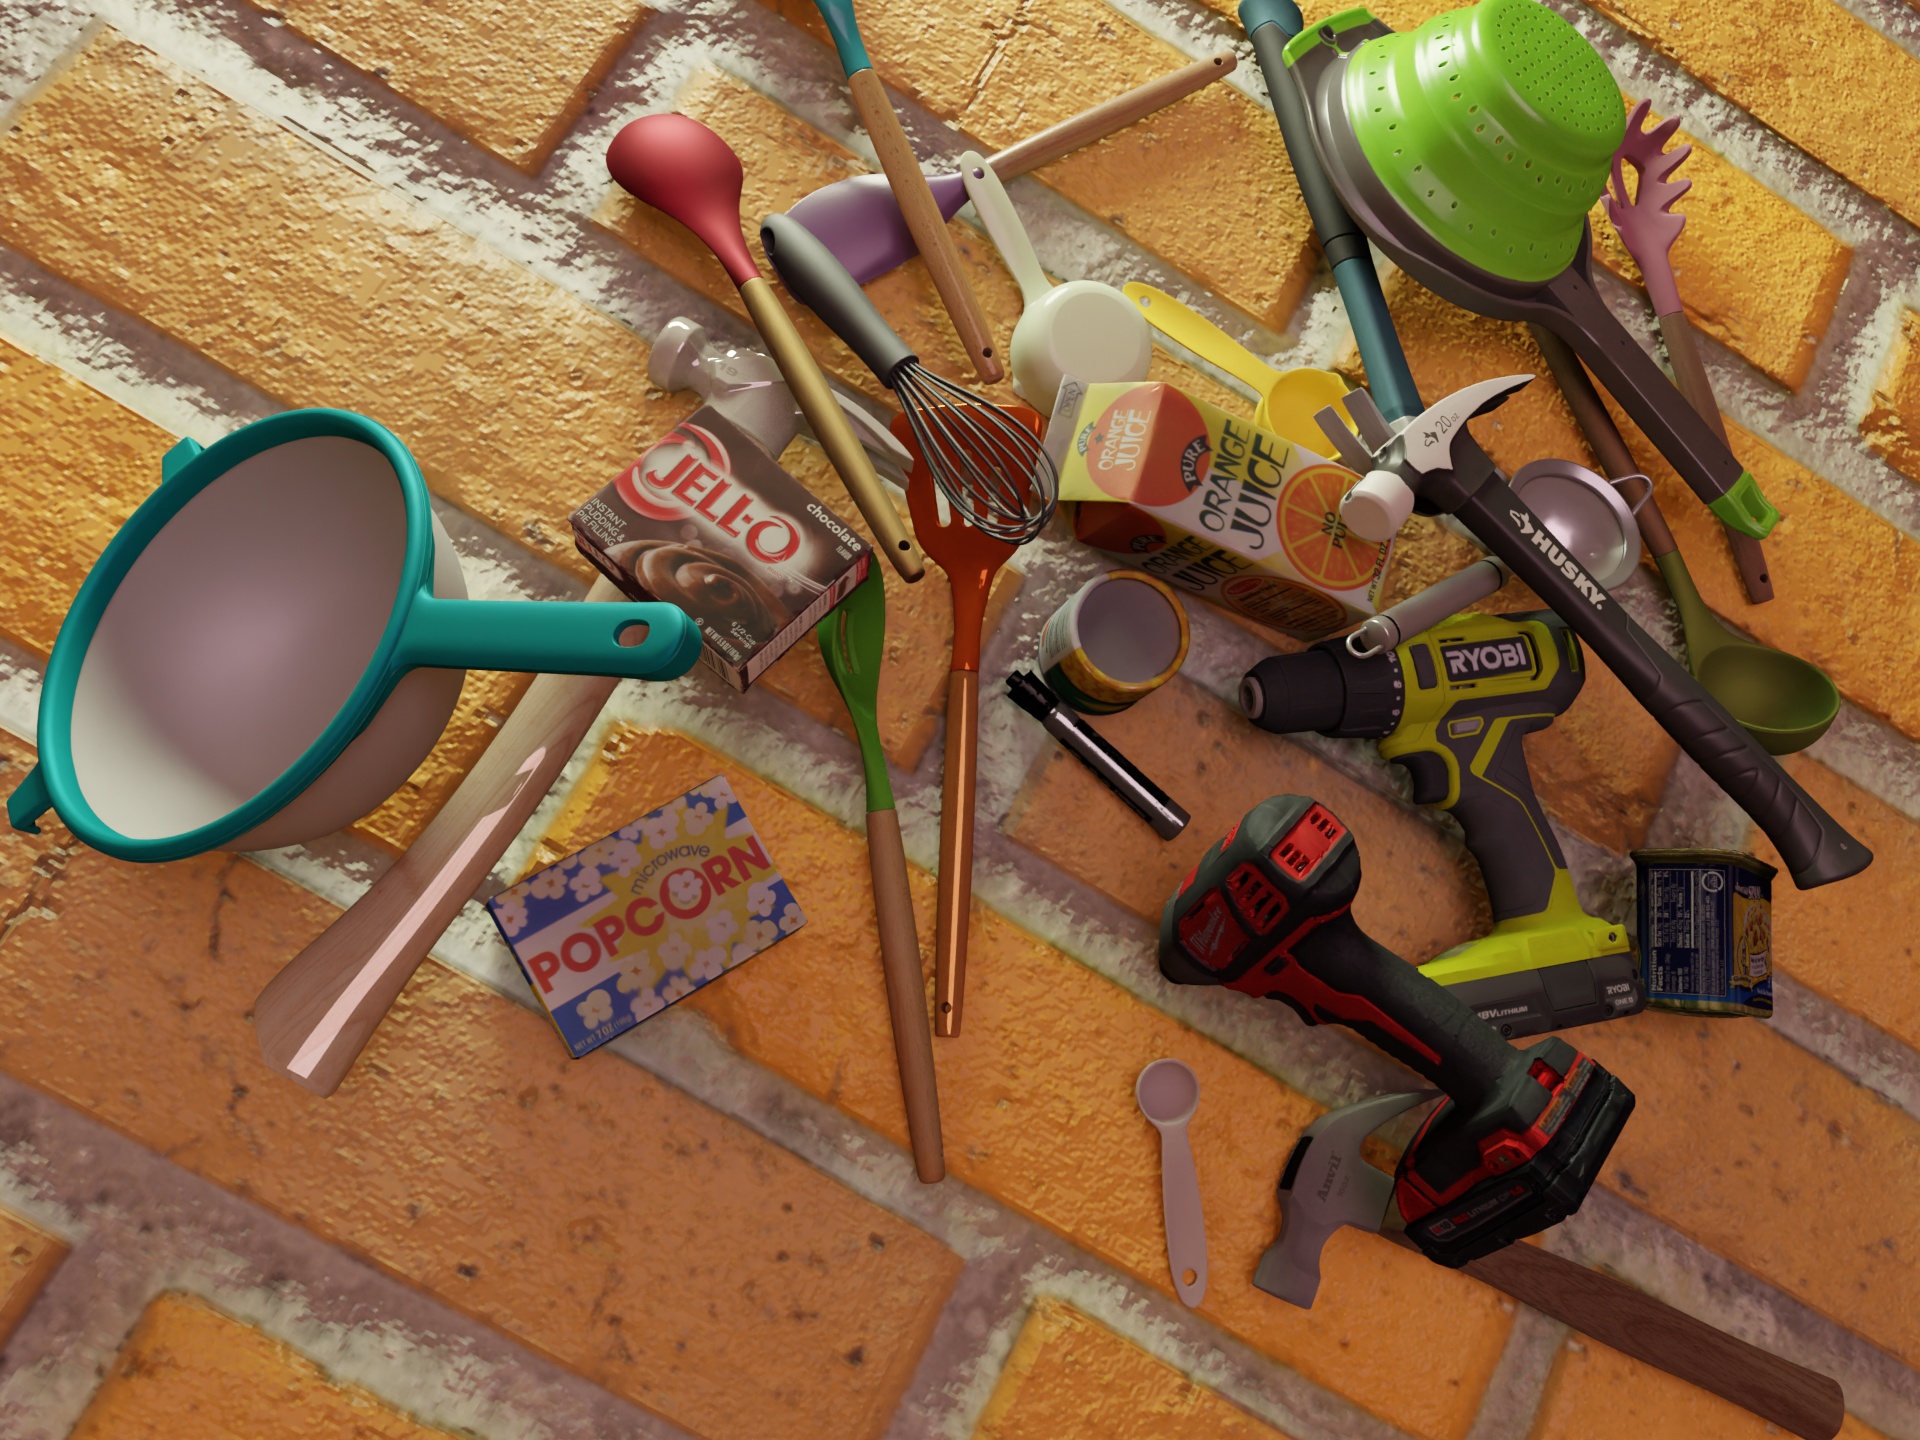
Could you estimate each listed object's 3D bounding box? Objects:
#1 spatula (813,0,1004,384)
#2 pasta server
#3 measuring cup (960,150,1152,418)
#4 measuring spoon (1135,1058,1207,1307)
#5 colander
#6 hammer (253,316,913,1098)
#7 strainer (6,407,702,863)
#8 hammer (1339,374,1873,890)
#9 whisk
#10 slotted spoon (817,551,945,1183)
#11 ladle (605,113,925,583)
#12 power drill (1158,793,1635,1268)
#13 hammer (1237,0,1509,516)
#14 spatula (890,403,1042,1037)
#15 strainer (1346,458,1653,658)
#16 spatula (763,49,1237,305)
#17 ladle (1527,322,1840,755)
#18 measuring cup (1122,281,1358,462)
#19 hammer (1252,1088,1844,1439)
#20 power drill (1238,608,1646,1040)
[{"bbox_3d":[-0.044,-0.324,0.871,0.082,0.044,0.317,-21,84,-15],"label":"spatula"},{"bbox_3d":[0.446,-0.224,0.971,0.060,0.040,0.316,-13,82,-7],"label":"pasta server"},{"bbox_3d":[0.047,-0.243,0.870,0.083,0.038,0.167,-29,93,-17],"label":"measuring cup"},{"bbox_3d":[0.108,0.233,0.805,0.034,0.018,0.124,-5,86,-16],"label":"measuring spoon"},{"bbox_3d":[0.357,-0.275,0.899,0.397,0.094,0.204,50,53,1],"label":"colander"},{"bbox_3d":[-0.177,-0.008,0.746,0.146,0.038,0.411,28,69,4],"label":"hammer"},{"bbox_3d":[-0.234,-0.022,0.672,0.340,0.095,0.211,3,68,26],"label":"strainer"},{"bbox_3d":[0.353,-0.039,0.834,0.335,0.035,0.146,45,60,-1],"label":"hammer"},{"bbox_3d":[-0.031,-0.180,0.811,0.055,0.055,0.239,-34,71,-18],"label":"whisk"},{"bbox_3d":[-0.037,0.070,0.789,0.031,0.070,0.314,-10,84,17],"label":"slotted spoon"},{"bbox_3d":[-0.095,-0.197,0.799,0.069,0.031,0.316,-21,70,-23],"label":"ladle"},{"bbox_3d":[0.192,0.147,0.761,0.220,0.143,0.078,44,52,9],"label":"power drill"},{"bbox_3d":[0.223,-0.273,0.916,0.128,0.033,0.331,-2,72,-41],"label":"hammer"},{"bbox_3d":[-0.001,-0.003,0.812,0.081,0.041,0.323,0,78,10],"label":"spatula"},{"bbox_3d":[0.291,-0.082,0.866,0.258,0.050,0.087,-25,75,-33],"label":"strainer"},{"bbox_3d":[0.030,-0.319,0.902,0.316,0.018,0.060,-30,85,-17],"label":"spatula"},{"bbox_3d":[0.409,-0.125,0.932,0.078,0.062,0.320,-22,81,-19],"label":"ladle"},{"bbox_3d":[0.154,-0.196,0.901,0.156,0.029,0.062,34,73,-2],"label":"measuring cup"},{"bbox_3d":[0.317,0.296,0.830,0.331,0.031,0.130,26,74,-7],"label":"hammer"},{"bbox_3d":[0.256,0.055,0.845,0.190,0.080,0.229,-7,77,-16],"label":"power drill"}]
